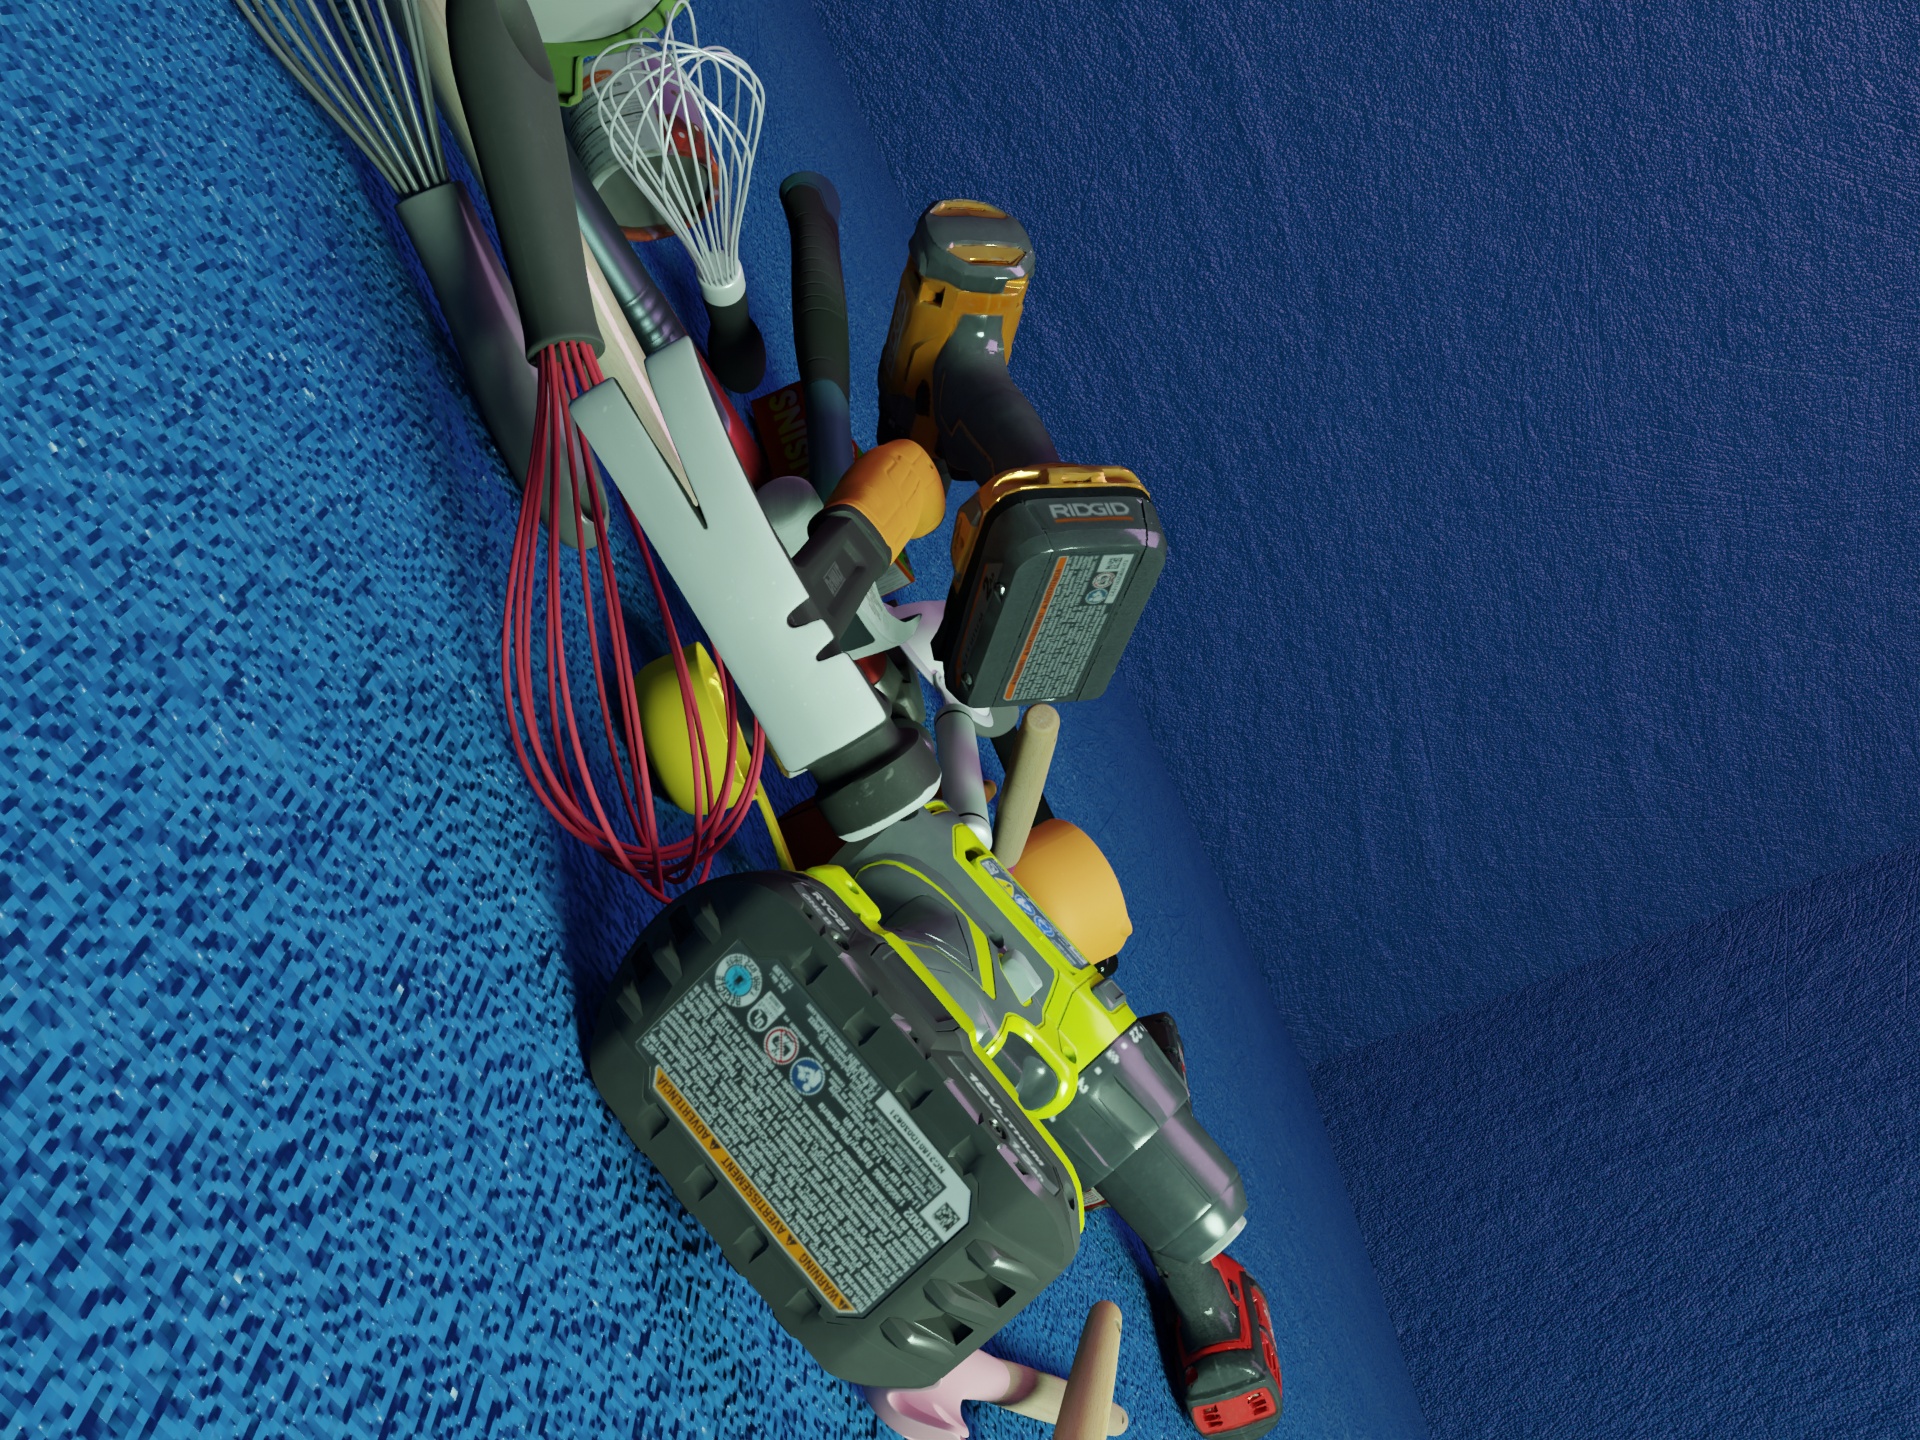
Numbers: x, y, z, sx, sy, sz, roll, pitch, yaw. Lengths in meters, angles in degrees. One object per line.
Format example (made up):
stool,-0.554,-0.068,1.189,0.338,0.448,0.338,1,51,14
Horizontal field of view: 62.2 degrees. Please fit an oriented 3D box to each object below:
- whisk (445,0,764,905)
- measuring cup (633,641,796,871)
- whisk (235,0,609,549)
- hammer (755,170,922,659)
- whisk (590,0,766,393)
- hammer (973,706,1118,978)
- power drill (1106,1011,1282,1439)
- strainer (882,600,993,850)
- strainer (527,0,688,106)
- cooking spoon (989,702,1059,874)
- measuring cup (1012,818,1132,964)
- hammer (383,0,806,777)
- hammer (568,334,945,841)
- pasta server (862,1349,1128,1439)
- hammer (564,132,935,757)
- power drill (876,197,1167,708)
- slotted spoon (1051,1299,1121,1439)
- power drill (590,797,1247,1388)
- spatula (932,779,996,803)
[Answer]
whisk,-0.112,-0.090,0.467,0.073,0.073,0.296,25,50,-76
measuring cup,-0.080,0.040,0.568,0.062,0.029,0.156,-113,-175,-48
whisk,-0.166,-0.162,0.494,0.055,0.055,0.238,-88,158,-68
hammer,-0.065,-0.162,0.759,0.128,0.033,0.331,60,17,-48
whisk,-0.115,-0.223,0.736,0.284,0.070,0.070,96,-26,-75
hammer,0.050,0.061,1.073,0.146,0.035,0.334,-108,176,-50
power drill,0.126,0.292,0.932,0.143,0.078,0.219,-77,146,-74
strainer,-0.001,-0.002,0.759,0.086,0.050,0.259,43,18,-24
strainer,-0.207,-0.354,0.583,0.256,0.151,0.069,44,42,-18
cooking spoon,0.022,0.055,0.747,0.318,0.017,0.069,99,12,-69
measuring cup,0.050,0.142,0.943,0.095,0.052,0.173,37,-42,44
hammer,-0.143,-0.167,0.555,0.410,0.038,0.146,63,-10,-7
hammer,-0.039,-0.070,0.536,0.127,0.034,0.337,60,10,-11
pasta server,0.027,0.251,0.597,0.315,0.040,0.060,54,33,-56
hammer,-0.111,-0.138,0.746,0.143,0.038,0.385,-103,166,-50
power drill,0.009,-0.111,0.768,0.185,0.084,0.226,110,-32,-49
slotted spoon,0.027,0.272,0.494,0.070,0.031,0.314,67,15,-6
power drill,0.005,0.112,0.495,0.191,0.080,0.228,48,13,12
spatula,0.006,0.053,0.924,0.322,0.041,0.081,-17,108,-82
